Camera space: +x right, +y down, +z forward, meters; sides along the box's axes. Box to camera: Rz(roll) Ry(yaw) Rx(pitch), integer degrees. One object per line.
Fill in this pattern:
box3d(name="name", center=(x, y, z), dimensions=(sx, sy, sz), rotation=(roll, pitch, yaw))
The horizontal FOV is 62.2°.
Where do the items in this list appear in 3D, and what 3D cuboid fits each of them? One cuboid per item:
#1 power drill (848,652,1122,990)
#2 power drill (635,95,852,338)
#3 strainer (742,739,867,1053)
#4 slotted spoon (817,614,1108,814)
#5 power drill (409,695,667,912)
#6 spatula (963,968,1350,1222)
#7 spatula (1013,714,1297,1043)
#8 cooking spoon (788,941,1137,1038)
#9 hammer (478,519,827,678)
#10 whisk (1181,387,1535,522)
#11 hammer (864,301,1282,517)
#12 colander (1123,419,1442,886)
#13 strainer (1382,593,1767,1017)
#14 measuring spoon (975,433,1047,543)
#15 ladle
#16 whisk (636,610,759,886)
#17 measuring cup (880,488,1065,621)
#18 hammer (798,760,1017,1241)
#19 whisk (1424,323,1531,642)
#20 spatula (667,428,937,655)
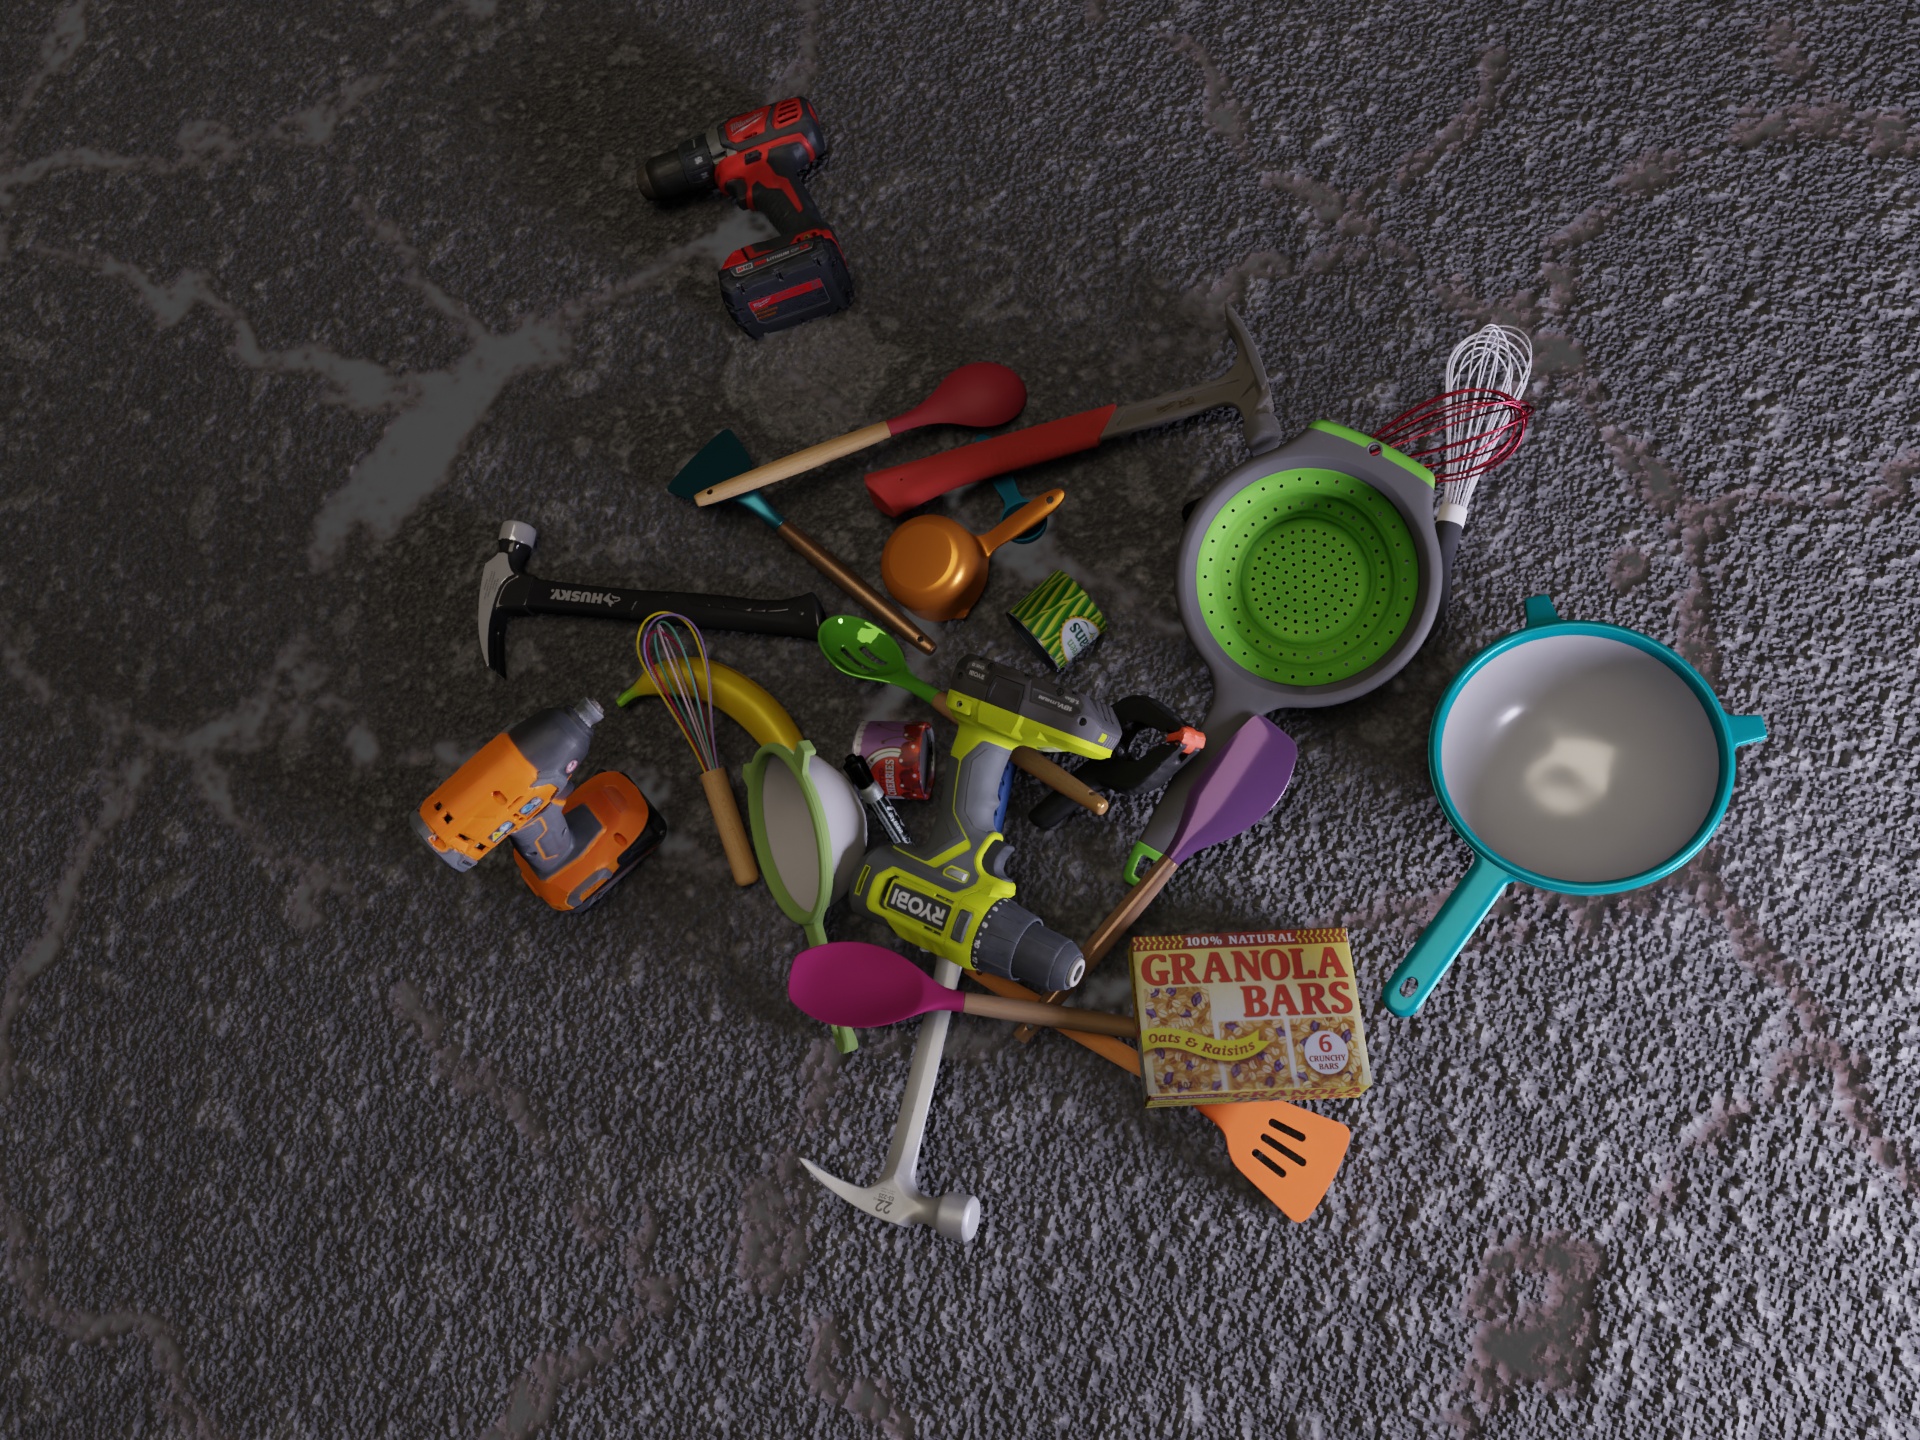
box3d(name="power drill", center=(0.035, 0.081, 1.216), dimensions=(0.191, 0.080, 0.228), rotation=(21, 91, 25))
box3d(name="power drill", center=(-0.208, -0.483, 1.525), dimensions=(0.188, 0.080, 0.227), rotation=(-18, 67, 5))
box3d(name="strainer", center=(-0.102, 0.137, 1.294), dimensions=(0.069, 0.151, 0.256), rotation=(-13, 86, -28))
box3d(name="slotted spoon", center=(-0.002, -0.004, 1.313), dimensions=(0.314, 0.031, 0.070), rotation=(33, 43, 31))
box3d(name="power drill", center=(-0.322, 0.067, 1.282), dimensions=(0.164, 0.226, 0.084), rotation=(-42, 69, -4))
box3d(name="spatula", center=(0.140, 0.269, 1.231), dimensions=(0.323, 0.041, 0.081), rotation=(27, 78, 23))
box3d(name="spatula", center=(0.149, 0.129, 1.236), dimensions=(0.060, 0.018, 0.316), rotation=(41, 91, 7))
box3d(name="cooking spoon", center=(0.027, 0.219, 1.215), dimensions=(0.319, 0.017, 0.069), rotation=(9, 59, -3))
box3d(name="hammer", center=(-0.279, -0.098, 1.431), dimensions=(0.335, 0.035, 0.146), rotation=(6, 73, 13))
box3d(name="whisk", center=(0.319, -0.207, 1.301), dimensions=(0.296, 0.073, 0.073), rotation=(-14, 68, 28))
box3d(name="hammer", center=(0.090, -0.256, 1.395), dimensions=(0.359, 0.036, 0.149), rotation=(-15, 62, 5))
box3d(name="colander", center=(0.239, -0.042, 1.286), dimensions=(0.204, 0.094, 0.397), rotation=(29, 98, 9))
box3d(name="strainer", center=(0.423, 0.087, 1.195), dimensions=(0.211, 0.095, 0.340), rotation=(35, 84, 23))
box3d(name="measuring spoon", center=(0.042, -0.204, 1.414), dimensions=(0.042, 0.021, 0.129), rotation=(-24, 60, 1))
box3d(name="ladle", center=(-0.089, -0.253, 1.424), dimensions=(0.315, 0.031, 0.069), rotation=(-21, 68, -4))
box3d(name="whisk", center=(-0.222, 0.024, 1.350), dimensions=(0.051, 0.047, 0.245), rotation=(-23, 84, 41))
box3d(name="measuring cup", center=(0.009, -0.156, 1.363), dimensions=(0.173, 0.052, 0.095), rotation=(-32, 68, 15))
box3d(name="hammer", center=(-0.014, 0.192, 1.265), dimensions=(0.144, 0.035, 0.406), rotation=(7, 69, 20))
box3d(name="whisk", center=(0.414, -0.198, 1.313), dimensions=(0.070, 0.070, 0.285), rotation=(14, 80, 16))
box3d(name="spatula", center=(-0.137, -0.155, 1.426), dimensions=(0.318, 0.044, 0.082), rotation=(40, 82, 17))
